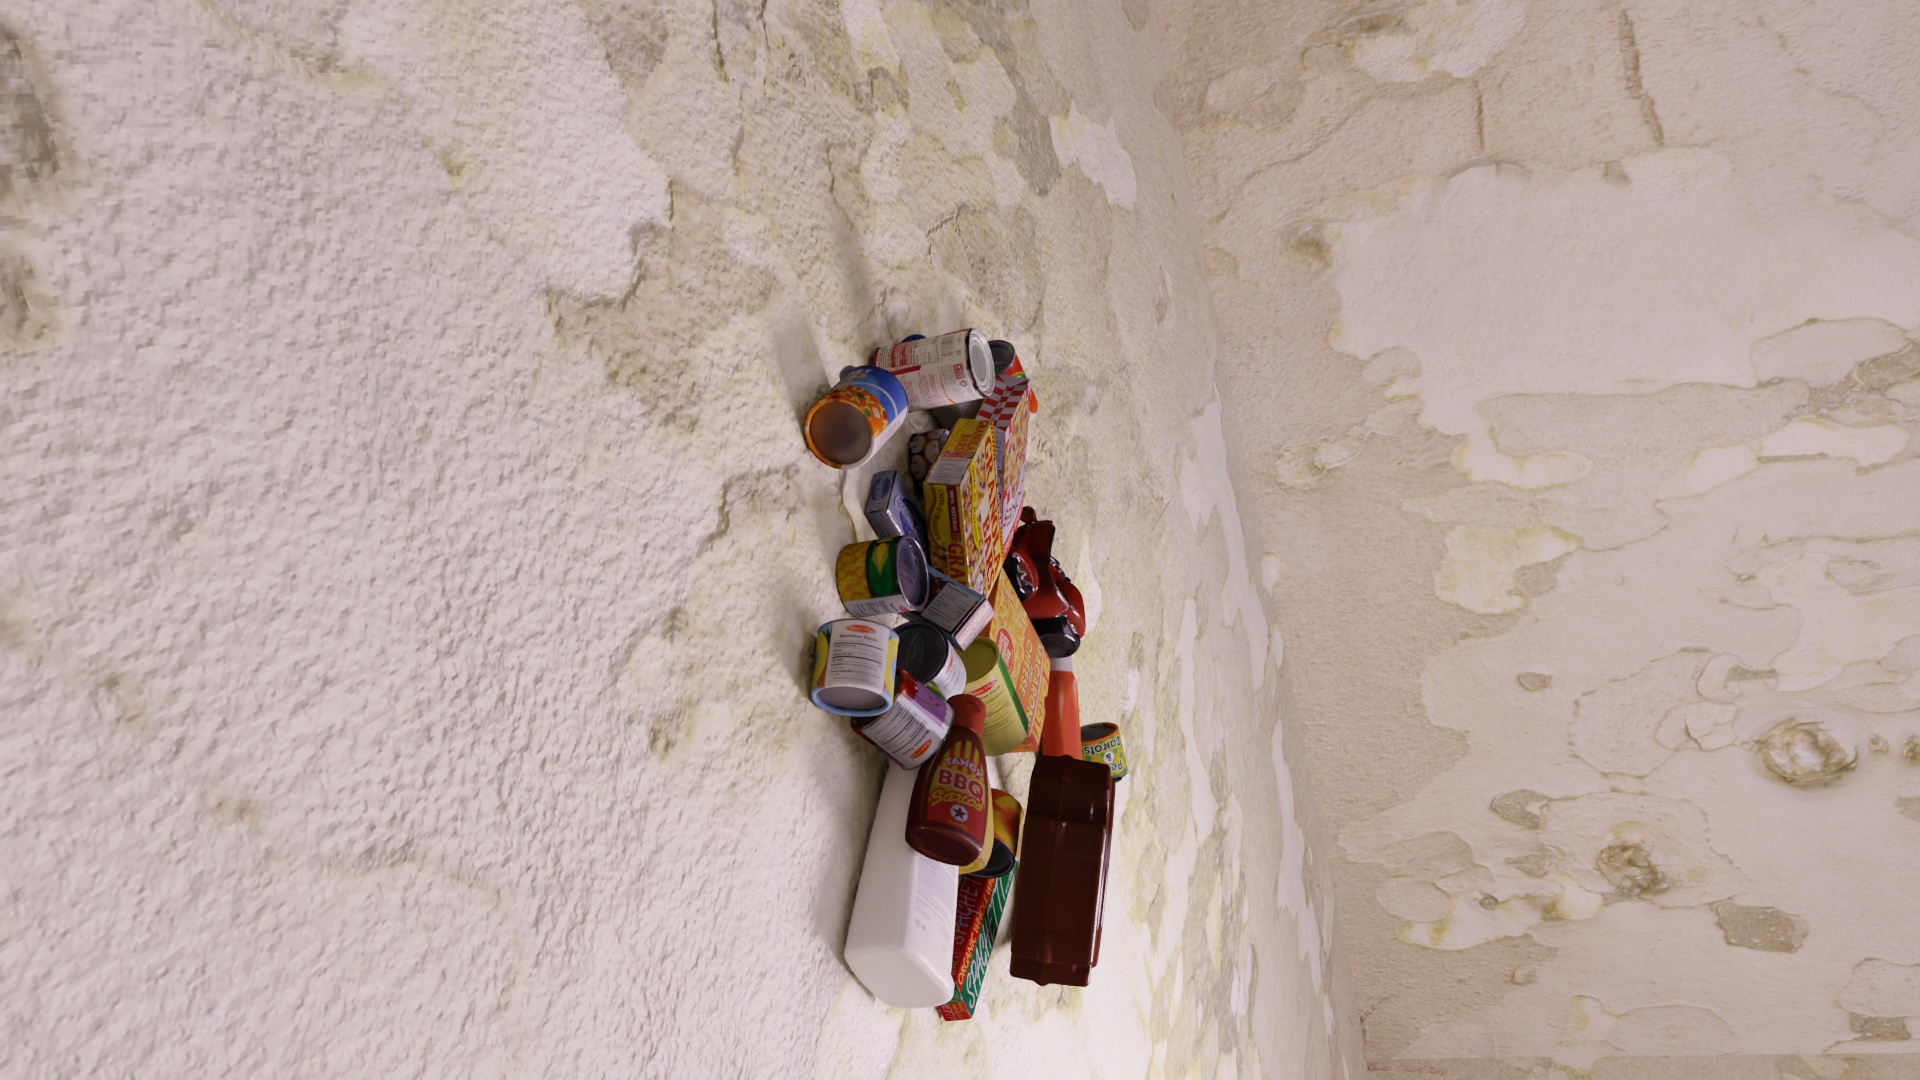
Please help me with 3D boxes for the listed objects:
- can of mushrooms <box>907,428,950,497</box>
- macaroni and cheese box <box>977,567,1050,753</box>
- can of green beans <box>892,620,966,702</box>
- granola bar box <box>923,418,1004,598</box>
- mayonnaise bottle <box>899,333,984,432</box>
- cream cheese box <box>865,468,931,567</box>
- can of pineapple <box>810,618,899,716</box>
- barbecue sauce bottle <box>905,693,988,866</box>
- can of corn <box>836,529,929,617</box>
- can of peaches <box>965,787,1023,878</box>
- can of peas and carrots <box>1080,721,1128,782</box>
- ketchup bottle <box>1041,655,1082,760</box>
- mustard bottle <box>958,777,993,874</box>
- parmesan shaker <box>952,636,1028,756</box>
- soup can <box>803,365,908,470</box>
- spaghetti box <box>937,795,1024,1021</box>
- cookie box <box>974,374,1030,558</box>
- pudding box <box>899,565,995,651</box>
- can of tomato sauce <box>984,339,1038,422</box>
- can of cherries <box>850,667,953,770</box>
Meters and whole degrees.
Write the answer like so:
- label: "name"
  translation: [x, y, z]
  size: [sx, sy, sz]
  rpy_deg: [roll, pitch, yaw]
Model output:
- label: "can of mushrooms"
  translation: [-0.025, -0.075, 1.378]
  size: [0.071, 0.033, 0.071]
  rpy_deg: [-10, 91, -70]
- label: "macaroni and cheese box"
  translation: [0.047, 0.128, 1.469]
  size: [0.124, 0.040, 0.165]
  rpy_deg: [-78, 151, -41]
- label: "can of green beans"
  translation: [-0.034, 0.112, 1.225]
  size: [0.057, 0.071, 0.071]
  rpy_deg: [62, 27, -54]
- label: "granola bar box"
  translation: [0.005, -0.017, 1.339]
  size: [0.125, 0.039, 0.164]
  rpy_deg: [-64, 154, -52]
- label: "mayonnaise bottle"
  translation: [-0.018, -0.157, 1.420]
  size: [0.147, 0.041, 0.065]
  rpy_deg: [47, 42, -54]
- label: "cream cheese box"
  translation: [-0.054, -0.011, 1.288]
  size: [0.054, 0.024, 0.103]
  rpy_deg: [-79, 151, -43]
- label: "can of pineapple"
  translation: [-0.084, 0.103, 1.107]
  size: [0.070, 0.071, 0.058]
  rpy_deg: [52, 36, -52]
- label: "barbecue sauce bottle"
  translation: [-0.005, 0.194, 1.155]
  size: [0.065, 0.043, 0.149]
  rpy_deg: [26, 41, -14]
- label: "can of corn"
  translation: [-0.066, 0.028, 1.193]
  size: [0.071, 0.058, 0.071]
  rpy_deg: [-10, 91, -69]
- label: "can of peaches"
  translation: [0.022, 0.274, 1.310]
  size: [0.058, 0.071, 0.071]
  rpy_deg: [-72, 146, -50]
- label: "can of peas and carrots"
  translation: [0.166, 0.258, 1.680]
  size: [0.071, 0.071, 0.058]
  rpy_deg: [-34, 112, -67]
- label: "ketchup bottle"
  translation: [0.115, 0.192, 1.613]
  size: [0.064, 0.043, 0.149]
  rpy_deg: [42, 43, -61]
- label: "mustard bottle"
  translation: [-0.002, 0.224, 1.273]
  size: [0.048, 0.065, 0.161]
  rpy_deg: [60, 25, -46]
- label: "parmesan shaker"
  translation: [0.019, 0.154, 1.354]
  size: [0.072, 0.071, 0.102]
  rpy_deg: [-74, 150, -48]
- label: "soup can"
  translation: [-0.090, -0.107, 1.180]
  size: [0.084, 0.071, 0.071]
  rpy_deg: [-56, 133, -60]
- label: "spaghetti box"
  translation: [0.019, 0.344, 1.323]
  size: [0.251, 0.028, 0.050]
  rpy_deg: [-65, 140, -56]
- label: "cookie box"
  translation: [0.041, -0.072, 1.464]
  size: [0.123, 0.040, 0.166]
  rpy_deg: [-66, 161, -54]
- label: "pudding box"
  translation: [-0.016, 0.059, 1.258]
  size: [0.050, 0.084, 0.030]
  rpy_deg: [-50, 141, -17]
- label: "can of tomato sauce"
  translation: [0.044, -0.169, 1.546]
  size: [0.082, 0.071, 0.071]
  rpy_deg: [61, 28, -43]
- label: "can of cherries"
  translation: [-0.050, 0.147, 1.157]
  size: [0.058, 0.071, 0.072]
  rpy_deg: [40, 38, -21]
